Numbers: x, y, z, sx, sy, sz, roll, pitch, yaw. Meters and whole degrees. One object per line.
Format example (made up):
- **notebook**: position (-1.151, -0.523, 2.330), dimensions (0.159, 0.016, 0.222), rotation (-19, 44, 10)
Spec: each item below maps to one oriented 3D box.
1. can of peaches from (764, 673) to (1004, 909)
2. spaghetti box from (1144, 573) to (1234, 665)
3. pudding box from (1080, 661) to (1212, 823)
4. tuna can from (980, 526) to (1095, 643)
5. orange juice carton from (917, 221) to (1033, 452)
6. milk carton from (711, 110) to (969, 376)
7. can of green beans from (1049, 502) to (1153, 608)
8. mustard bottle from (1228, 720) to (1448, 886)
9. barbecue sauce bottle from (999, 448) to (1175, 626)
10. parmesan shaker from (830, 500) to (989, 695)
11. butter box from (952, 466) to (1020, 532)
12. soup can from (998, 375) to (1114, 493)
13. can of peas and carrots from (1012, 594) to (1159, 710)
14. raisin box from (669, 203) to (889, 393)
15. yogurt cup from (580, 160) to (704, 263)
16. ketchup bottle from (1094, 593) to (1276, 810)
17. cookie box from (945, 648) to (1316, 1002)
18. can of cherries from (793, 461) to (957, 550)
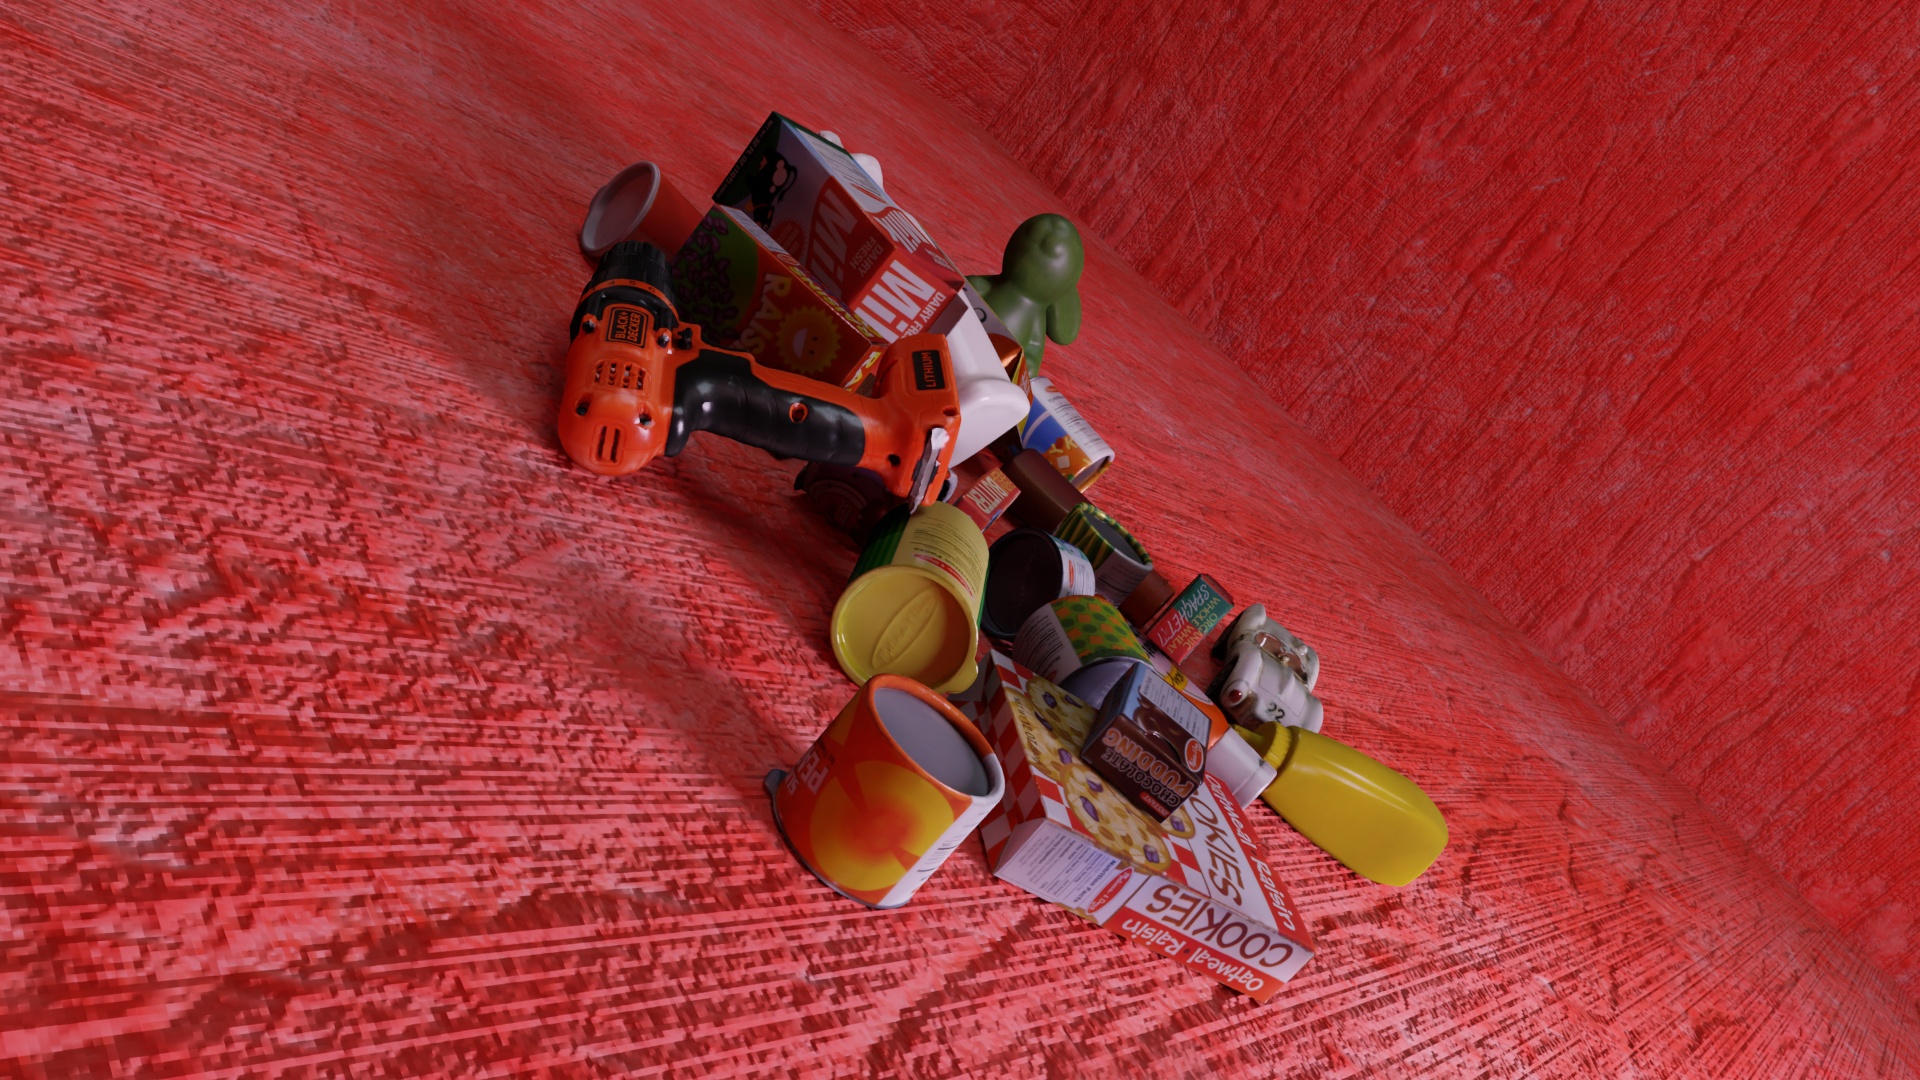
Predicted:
- **can of peaches**: position (-0.028, 0.090, 0.513), dimensions (0.071, 0.058, 0.071), rotation (36, 18, -14)
- **spaghetti box**: position (0.154, 0.048, 0.916), dimensions (0.029, 0.050, 0.250), rotation (43, 6, 9)
- **pudding box**: position (0.089, 0.092, 0.654), dimensions (0.049, 0.030, 0.084), rotation (40, 18, 2)
- **tuna can**: position (0.040, 0.028, 0.790), dimensions (0.033, 0.071, 0.071), rotation (24, 23, -44)
- **orange juice carton**: position (-0.007, -0.143, 1.047), dimensions (0.193, 0.073, 0.071), rotation (54, -8, 27)
- **milk carton**: position (-0.067, -0.174, 0.854), dimensions (0.073, 0.072, 0.191), rotation (13, 33, -54)
- **can of green beans**: position (0.084, 0.017, 0.913), dimensions (0.071, 0.057, 0.071), rotation (36, 18, -13)
- **mustard bottle**: position (0.225, 0.153, 0.866), dimensions (0.160, 0.065, 0.049), rotation (33, 22, -8)
- **barbecue sauce bottle**: position (0.088, -0.002, 0.993), dimensions (0.149, 0.043, 0.065), rotation (44, 19, 11)
- **parmesan shaker**: position (-0.019, 0.028, 0.667), dimensions (0.071, 0.071, 0.103), rotation (38, 17, -7)
- **butter box**: position (0.003, -0.010, 0.824), dimensions (0.024, 0.053, 0.104), rotation (42, 18, 1)
- **soup can**: position (0.068, -0.075, 1.091), dimensions (0.084, 0.071, 0.071), rotation (50, 19, 14)
- **can of peas and carrots**: position (0.068, 0.072, 0.737), dimensions (0.071, 0.070, 0.059), rotation (29, 20, -32)
- **raisin box**: position (-0.114, -0.119, 0.795), dimensions (0.123, 0.086, 0.040), rotation (42, 13, 7)
- **yogurt cup**: position (-0.190, -0.189, 0.852), dimensions (0.054, 0.072, 0.073), rotation (36, 16, -41)
- **ketchup bottle**: position (0.118, 0.096, 0.815), dimensions (0.149, 0.043, 0.065), rotation (44, 15, 12)
- **cookie box**: position (0.078, 0.133, 0.652), dimensions (0.167, 0.040, 0.123), rotation (31, 19, -25)
- **can of cherries**: position (-0.046, -0.030, 0.758), dimensions (0.058, 0.071, 0.071), rotation (45, 18, 13)
